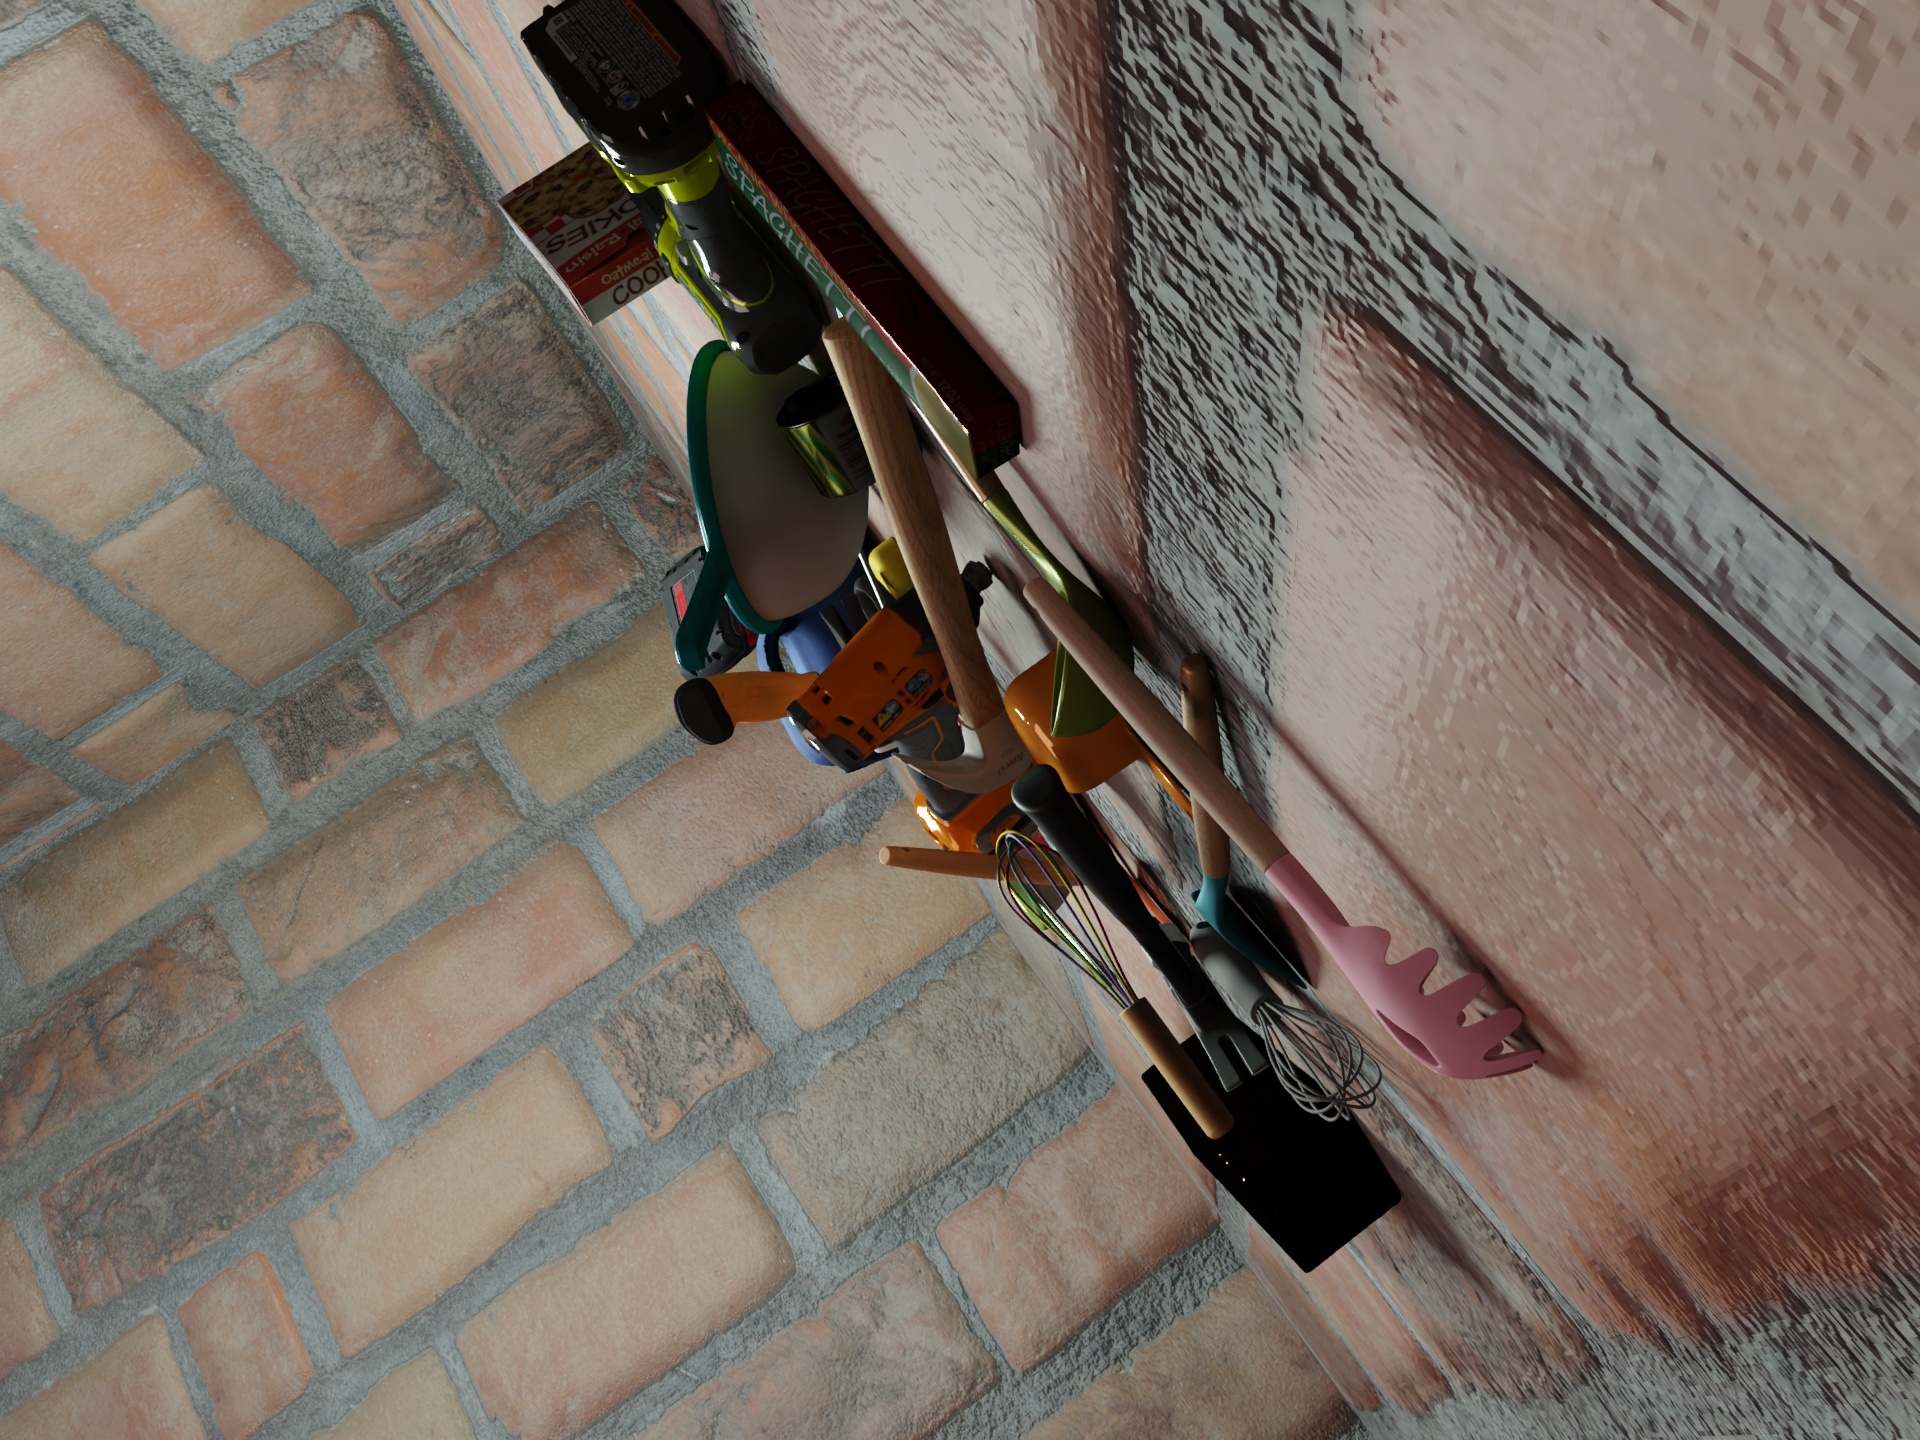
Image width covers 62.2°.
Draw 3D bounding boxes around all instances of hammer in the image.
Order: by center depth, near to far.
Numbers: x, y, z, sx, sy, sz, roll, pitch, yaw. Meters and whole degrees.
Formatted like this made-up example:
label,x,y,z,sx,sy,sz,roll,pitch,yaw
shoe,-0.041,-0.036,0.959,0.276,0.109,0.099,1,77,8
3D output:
label,x,y,z,sx,sy,sz,roll,pitch,yaw
hammer,-0.018,-0.091,0.972,0.031,0.130,0.331,24,144,46
hammer,0.115,0.129,1.045,0.334,0.035,0.146,52,-175,-47
hammer,-0.118,-0.027,1.129,0.127,0.034,0.337,68,-164,3

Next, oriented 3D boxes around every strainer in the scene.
label,x,y,z,sx,sy,sz,roll,pitch,yaw
strainer,-0.119,-0.136,1.081,0.341,0.095,0.210,-85,-15,-56
strainer,0.090,0.147,1.473,0.257,0.069,0.151,48,168,45

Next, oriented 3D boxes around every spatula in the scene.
label,x,y,z,sx,sy,sz,roll,pitch,yaw
spatula,0.144,0.058,0.854,0.082,0.044,0.317,52,168,35
spatula,0.060,0.119,1.160,0.322,0.041,0.081,12,-151,-43

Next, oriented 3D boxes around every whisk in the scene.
label,x,y,z,sx,sy,sz,roll,pitch,yaw
whisk,0.195,0.180,1.000,0.055,0.055,0.239,58,178,-22
whisk,0.100,0.174,1.064,0.245,0.047,0.051,53,-159,13
whisk,-0.004,-0.002,1.369,0.295,0.073,0.073,56,174,-16

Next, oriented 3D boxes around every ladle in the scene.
label,x,y,z,sx,sy,sz,roll,pitch,yaw
ladle,-0.007,-0.134,0.841,0.320,0.062,0.078,57,174,8

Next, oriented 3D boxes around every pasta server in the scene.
label,x,y,z,sx,sy,sz,roll,pitch,yaw
pasta server,0.132,0.040,0.719,0.316,0.040,0.060,51,172,25

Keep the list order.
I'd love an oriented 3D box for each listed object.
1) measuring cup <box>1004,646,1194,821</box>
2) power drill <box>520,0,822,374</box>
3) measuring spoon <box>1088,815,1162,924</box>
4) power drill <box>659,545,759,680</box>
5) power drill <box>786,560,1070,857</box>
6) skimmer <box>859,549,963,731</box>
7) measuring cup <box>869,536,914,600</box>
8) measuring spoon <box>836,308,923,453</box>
label,x,y,z,sx,sy,sz,roll,pitch,yaw
measuring cup,0.084,0.026,0.969,0.174,0.052,0.095,52,173,46
power drill,-0.177,-0.337,0.973,0.191,0.080,0.228,53,176,22
measuring spoon,0.137,0.127,1.306,0.117,0.011,0.021,60,178,-6
power drill,-0.165,-0.078,1.544,0.226,0.080,0.188,0,-112,-45
power drill,-0.002,-0.004,1.107,0.084,0.164,0.226,41,177,41
skimmer,-0.039,-0.115,1.284,0.363,0.090,0.127,65,169,7
measuring cup,-0.036,-0.088,1.376,0.062,0.029,0.156,46,166,56
measuring spoon,-0.048,-0.208,0.966,0.042,0.021,0.128,47,160,58
